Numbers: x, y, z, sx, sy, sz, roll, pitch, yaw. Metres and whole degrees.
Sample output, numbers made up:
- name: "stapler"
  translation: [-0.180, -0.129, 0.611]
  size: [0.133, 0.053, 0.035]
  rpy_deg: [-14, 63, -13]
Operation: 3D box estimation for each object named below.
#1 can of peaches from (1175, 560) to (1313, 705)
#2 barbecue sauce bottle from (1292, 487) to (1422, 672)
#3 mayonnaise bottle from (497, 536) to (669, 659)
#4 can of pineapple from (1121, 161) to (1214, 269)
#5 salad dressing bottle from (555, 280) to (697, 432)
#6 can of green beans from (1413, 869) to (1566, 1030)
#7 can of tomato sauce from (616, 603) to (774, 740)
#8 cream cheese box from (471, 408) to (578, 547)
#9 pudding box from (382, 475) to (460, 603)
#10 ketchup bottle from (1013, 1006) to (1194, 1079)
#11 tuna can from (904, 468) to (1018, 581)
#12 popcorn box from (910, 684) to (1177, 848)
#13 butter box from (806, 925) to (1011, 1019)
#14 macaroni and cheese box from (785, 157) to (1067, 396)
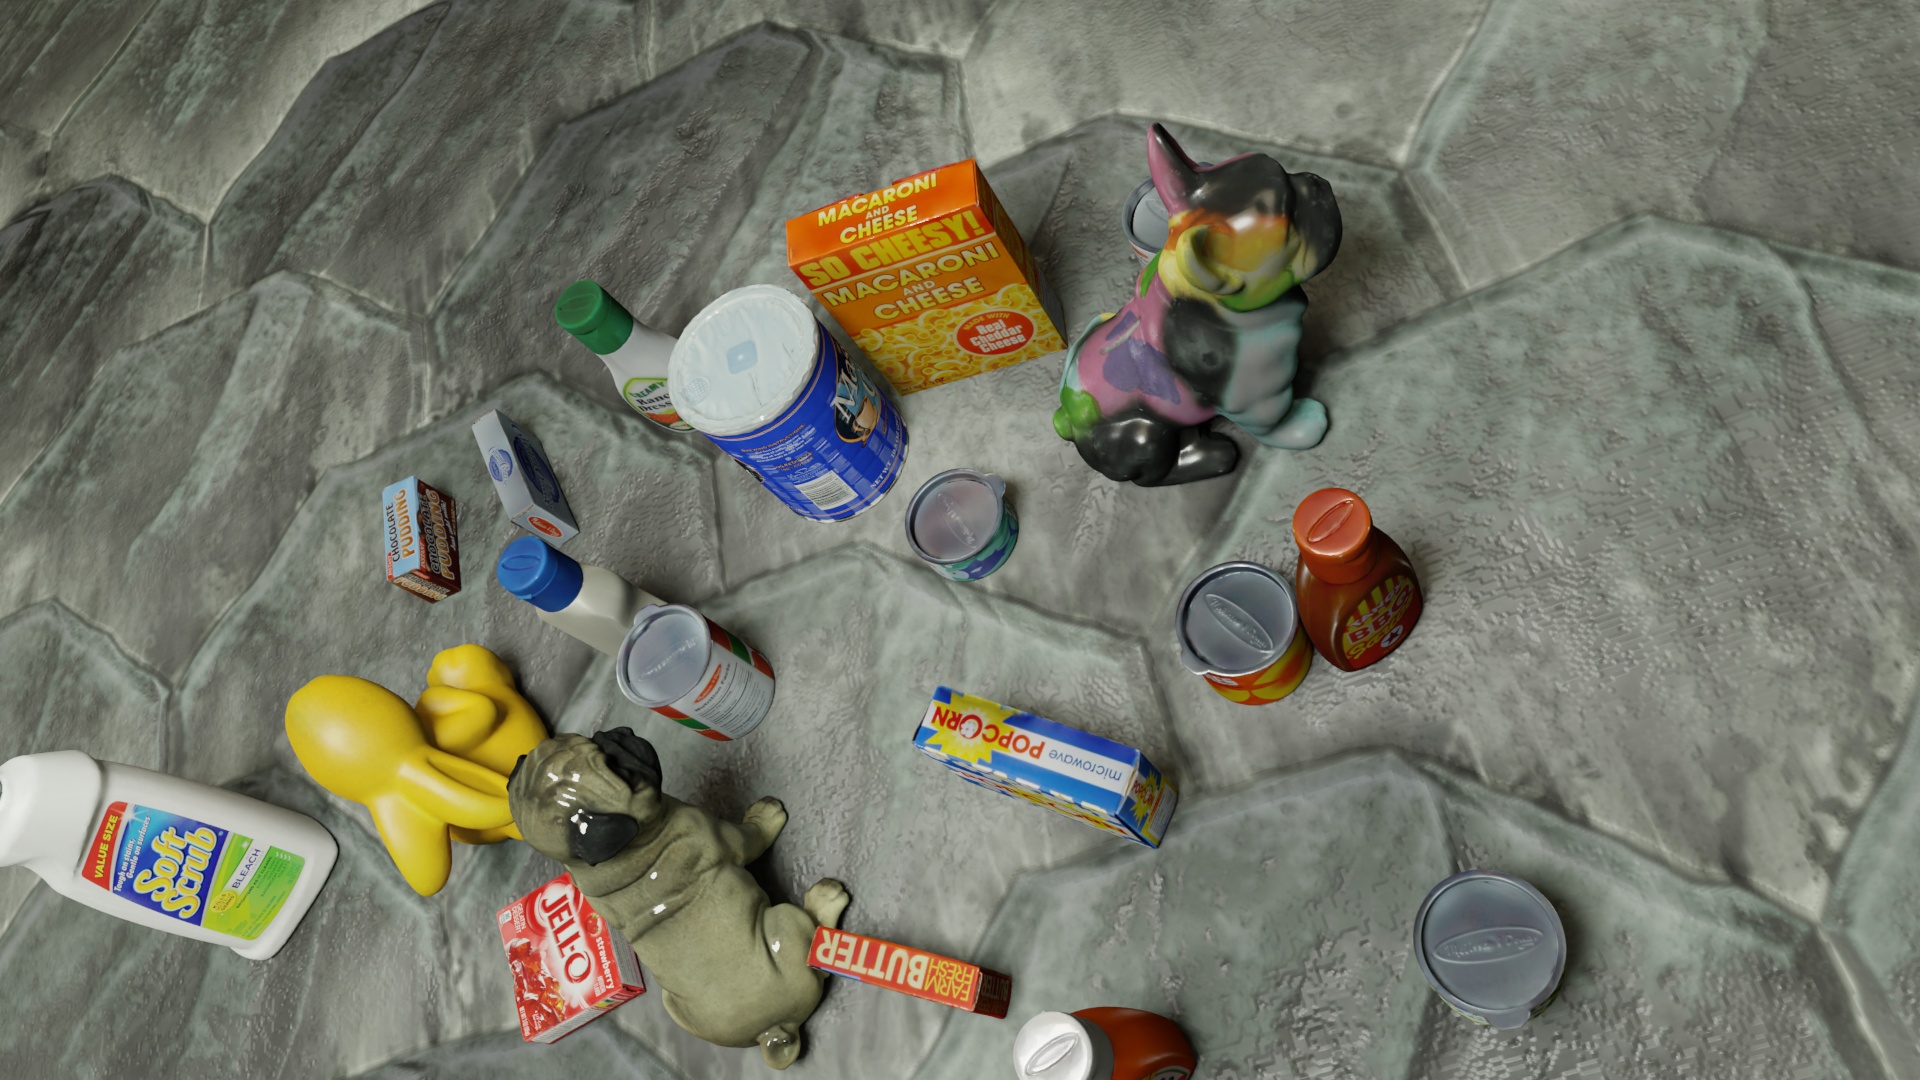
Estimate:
- name: "can of peaches"
  translation: [0.156, 0.054, 0.767]
  size: [0.071, 0.058, 0.071]
  rpy_deg: [-9, 64, 20]
- name: "barbecue sauce bottle"
  translation: [0.200, 0.019, 0.710]
  size: [0.065, 0.148, 0.044]
  rpy_deg: [-42, 58, 1]
- name: "mayonnaise bottle"
  translation: [-0.234, 0.041, 0.887]
  size: [0.065, 0.147, 0.041]
  rpy_deg: [-4, 66, 22]
- name: "can of pineapple"
  translation: [0.144, -0.197, 0.887]
  size: [0.071, 0.057, 0.071]
  rpy_deg: [-9, 64, 20]
- name: "salad dressing bottle"
  translation: [-0.221, -0.126, 0.959]
  size: [0.064, 0.147, 0.044]
  rpy_deg: [-12, 63, 18]
- name: "can of green beans"
  translation: [0.252, 0.195, 0.660]
  size: [0.071, 0.057, 0.071]
  rpy_deg: [-9, 64, 20]
- name: "can of tomato sauce"
  translation: [-0.166, 0.084, 0.877]
  size: [0.071, 0.083, 0.071]
  rpy_deg: [-9, 64, 20]
- name: "cream cheese box"
  translation: [-0.320, -0.045, 1.020]
  size: [0.024, 0.053, 0.104]
  rpy_deg: [-36, 58, 5]
- name: "pudding box"
  translation: [-0.403, -0.001, 1.037]
  size: [0.030, 0.049, 0.084]
  rpy_deg: [-23, 60, 13]
- name: "ketchup bottle"
  translation: [0.066, 0.249, 0.661]
  size: [0.064, 0.148, 0.044]
  rpy_deg: [-38, 58, 4]
- name: "tuna can"
  translation: [0.003, -0.011, 0.877]
  size: [0.071, 0.032, 0.071]
  rpy_deg: [-9, 64, 19]
- name: "popcorn box"
  translation: [0.048, 0.125, 0.764]
  size: [0.127, 0.085, 0.038]
  rpy_deg: [15, 74, 28]
- name: "butter box"
  translation: [-0.027, 0.237, 0.763]
  size: [0.103, 0.053, 0.024]
  rpy_deg: [6, 70, 26]
- name: "macaroni and cheese box"
  translation: [-0.017, -0.161, 0.876]
  size: [0.123, 0.166, 0.040]
  rpy_deg: [-15, 62, 17]
